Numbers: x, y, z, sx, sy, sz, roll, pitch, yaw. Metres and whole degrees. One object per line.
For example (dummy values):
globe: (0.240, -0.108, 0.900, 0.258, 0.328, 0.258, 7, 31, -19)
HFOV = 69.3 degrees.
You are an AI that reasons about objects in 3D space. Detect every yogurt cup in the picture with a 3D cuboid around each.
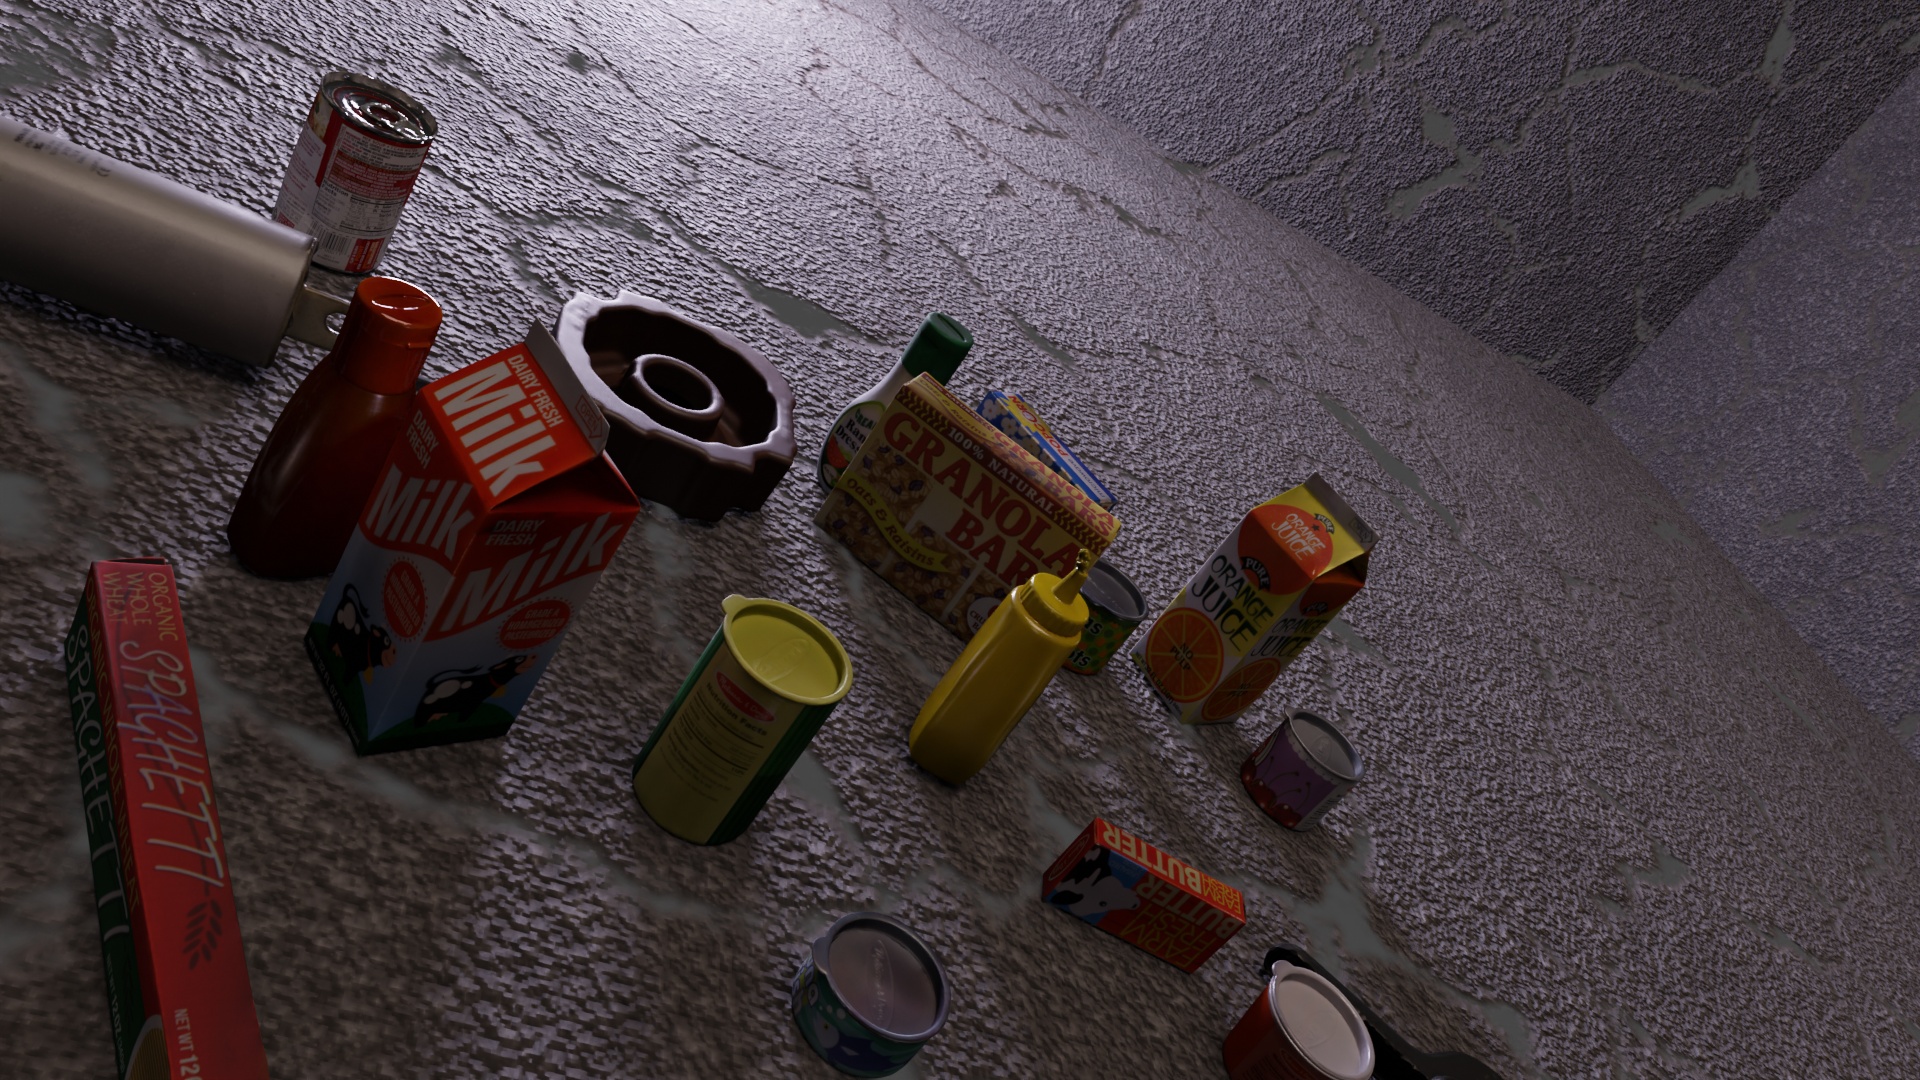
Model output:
yogurt cup: (0.178, 0.272, 0.743, 0.072, 0.053, 0.073, 28, 28, -16)

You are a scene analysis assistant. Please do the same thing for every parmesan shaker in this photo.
parmesan shaker: (-0.107, 0.085, 0.659, 0.071, 0.102, 0.072, 28, 28, -16)

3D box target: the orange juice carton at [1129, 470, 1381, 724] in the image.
orange juice carton: (0.215, 0.043, 0.993, 0.073, 0.191, 0.072, 5, 40, -45)

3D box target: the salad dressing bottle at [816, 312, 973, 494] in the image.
salad dressing bottle: (-0.044, -0.089, 0.953, 0.064, 0.147, 0.044, 47, 29, 20)

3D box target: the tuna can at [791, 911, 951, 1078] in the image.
tuna can: (-0.042, 0.203, 0.623, 0.071, 0.032, 0.071, 27, 28, -16)

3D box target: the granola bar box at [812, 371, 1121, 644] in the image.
granola bar box: (0.003, -0.011, 0.911, 0.165, 0.123, 0.039, 38, 27, 4)

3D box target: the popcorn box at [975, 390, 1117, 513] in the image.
popcorn box: (0.048, -0.041, 1.050, 0.038, 0.085, 0.127, -4, 47, -52)

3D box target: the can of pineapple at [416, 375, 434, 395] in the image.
can of pineapple: (-0.284, -0.044, 0.707, 0.071, 0.057, 0.071, 28, 28, -16)

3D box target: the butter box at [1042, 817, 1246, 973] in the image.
butter box: (0.102, 0.198, 0.773, 0.103, 0.053, 0.024, 29, 28, -13)

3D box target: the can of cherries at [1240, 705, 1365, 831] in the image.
can of cherries: (0.240, 0.160, 0.983, 0.071, 0.058, 0.072, 28, 28, -16)

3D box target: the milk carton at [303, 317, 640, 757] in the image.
milk carton: (-0.202, 0.001, 0.587, 0.073, 0.189, 0.072, -2, 45, -50)

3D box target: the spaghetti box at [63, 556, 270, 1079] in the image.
spaghetti box: (-0.279, 0.108, 0.483, 0.029, 0.050, 0.251, 7, 39, -44)

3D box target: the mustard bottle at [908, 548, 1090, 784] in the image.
mustard bottle: (0.029, 0.067, 0.779, 0.049, 0.159, 0.065, 33, 27, -6)

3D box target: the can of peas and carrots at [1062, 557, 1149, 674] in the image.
can of peas and carrots: (0.089, 0.053, 0.979, 0.071, 0.058, 0.071, 28, 28, -16)

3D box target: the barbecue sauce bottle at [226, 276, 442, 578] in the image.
barbecue sauce bottle: (-0.277, -0.049, 0.625, 0.044, 0.148, 0.065, 45, 28, 17)
